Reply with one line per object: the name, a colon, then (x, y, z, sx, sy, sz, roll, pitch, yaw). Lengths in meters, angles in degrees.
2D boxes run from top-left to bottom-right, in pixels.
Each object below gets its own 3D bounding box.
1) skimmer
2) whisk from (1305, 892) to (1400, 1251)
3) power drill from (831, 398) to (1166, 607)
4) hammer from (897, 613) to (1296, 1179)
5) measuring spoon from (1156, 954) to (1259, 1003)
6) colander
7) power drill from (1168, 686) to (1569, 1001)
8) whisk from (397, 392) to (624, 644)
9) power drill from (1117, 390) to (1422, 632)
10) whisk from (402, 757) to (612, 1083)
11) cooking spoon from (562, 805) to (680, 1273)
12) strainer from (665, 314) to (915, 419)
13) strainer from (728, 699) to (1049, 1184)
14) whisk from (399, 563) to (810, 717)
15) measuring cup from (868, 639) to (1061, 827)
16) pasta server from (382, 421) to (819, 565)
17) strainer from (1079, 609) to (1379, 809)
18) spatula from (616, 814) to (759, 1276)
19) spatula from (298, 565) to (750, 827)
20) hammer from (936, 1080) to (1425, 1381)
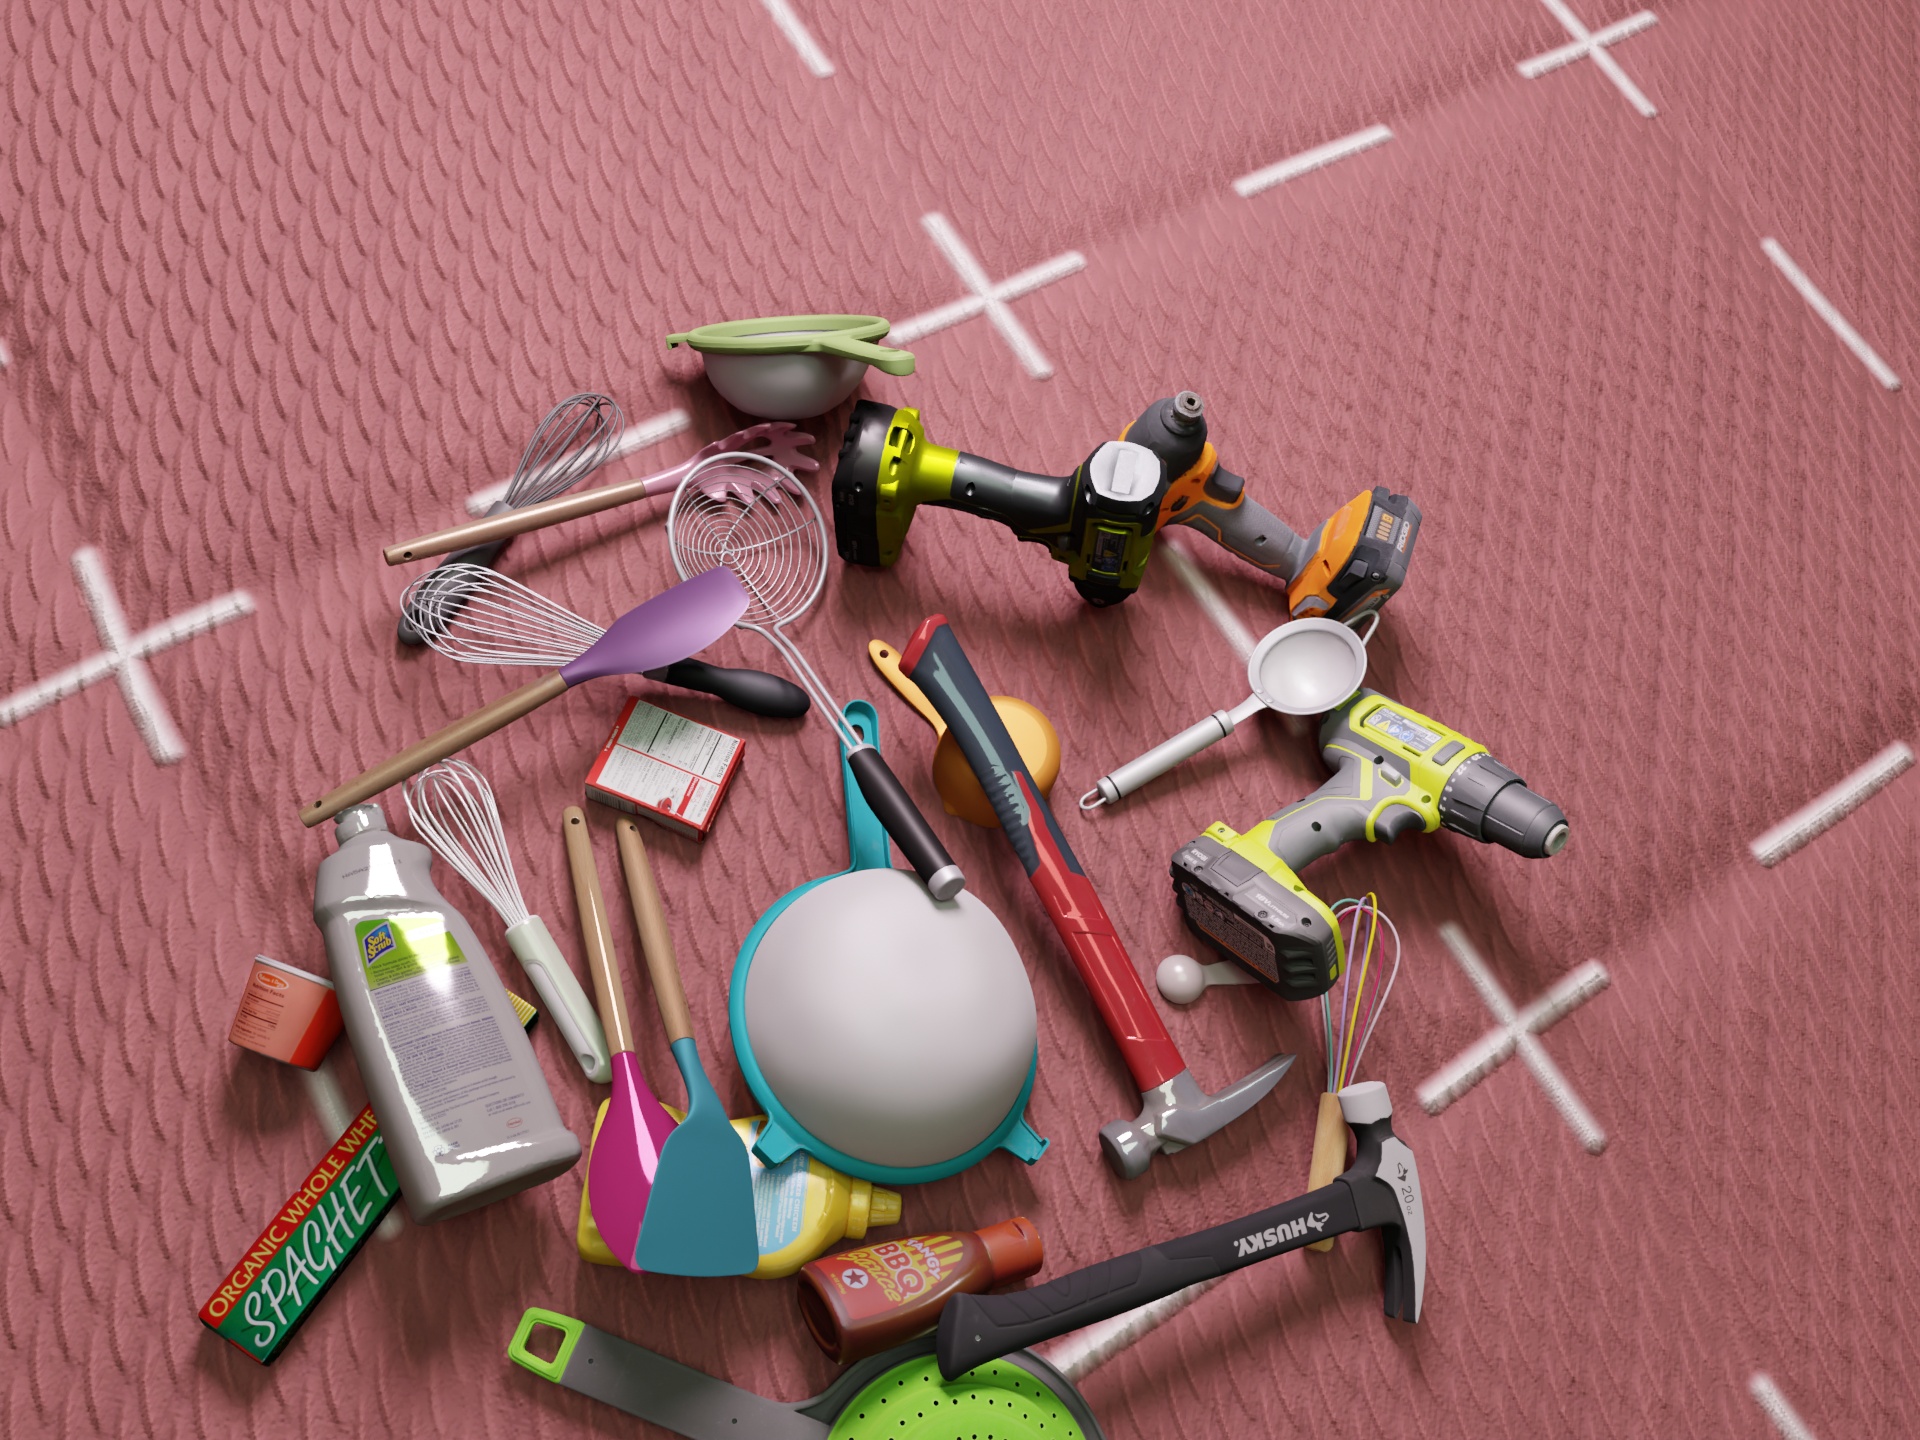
skimmer: (-0.087, -0.039, 1.062, 0.127, 0.090, 0.364, -8, 47, -36)
whisk: (0.257, 0.232, 1.075, 0.051, 0.047, 0.245, 24, 67, -25)
power drill: (0.027, -0.146, 1.139, 0.223, 0.171, 0.080, 12, 65, 5)
hammer: (0.078, 0.098, 1.063, 0.143, 0.038, 0.386, -26, 85, -18)
measuring spoon: (0.197, 0.172, 1.104, 0.124, 0.018, 0.034, -6, 68, -13)
colander: (-0.073, 0.422, 0.907, 0.397, 0.094, 0.205, 22, 65, 0)
power drill: (0.276, 0.084, 1.088, 0.228, 0.080, 0.191, -35, 43, -19)
whisk: (-0.321, -0.146, 1.137, 0.055, 0.055, 0.239, 32, 70, 4)
power drill: (0.216, -0.156, 1.171, 0.226, 0.164, 0.084, 24, 65, -2)
whisk: (-0.287, 0.126, 1.024, 0.059, 0.058, 0.246, -19, 73, -54)
cooking spoon: (-0.214, 0.185, 0.986, 0.068, 0.017, 0.319, -8, 54, -20)
strainer: (-0.099, -0.247, 1.146, 0.151, 0.257, 0.069, -14, 114, -27)
strainer: (-0.039, 0.118, 1.024, 0.211, 0.095, 0.341, 6, 57, -23)
whisk: (-0.240, -0.048, 1.095, 0.284, 0.070, 0.070, 15, 65, -13)
measuring cup: (-0.002, -0.004, 1.125, 0.095, 0.052, 0.174, -41, 81, -22)
pasta server: (-0.249, -0.157, 1.131, 0.316, 0.060, 0.040, -20, 32, -26)
strainer: (0.197, -0.001, 1.156, 0.258, 0.050, 0.087, -30, 49, -8)
spatula: (-0.184, 0.185, 0.980, 0.082, 0.044, 0.318, 17, 35, -39)
spatula: (-0.280, -0.013, 1.032, 0.316, 0.018, 0.060, -29, 58, -10)
hammer: (0.141, 0.336, 0.974, 0.334, 0.035, 0.146, -11, 83, -21)
